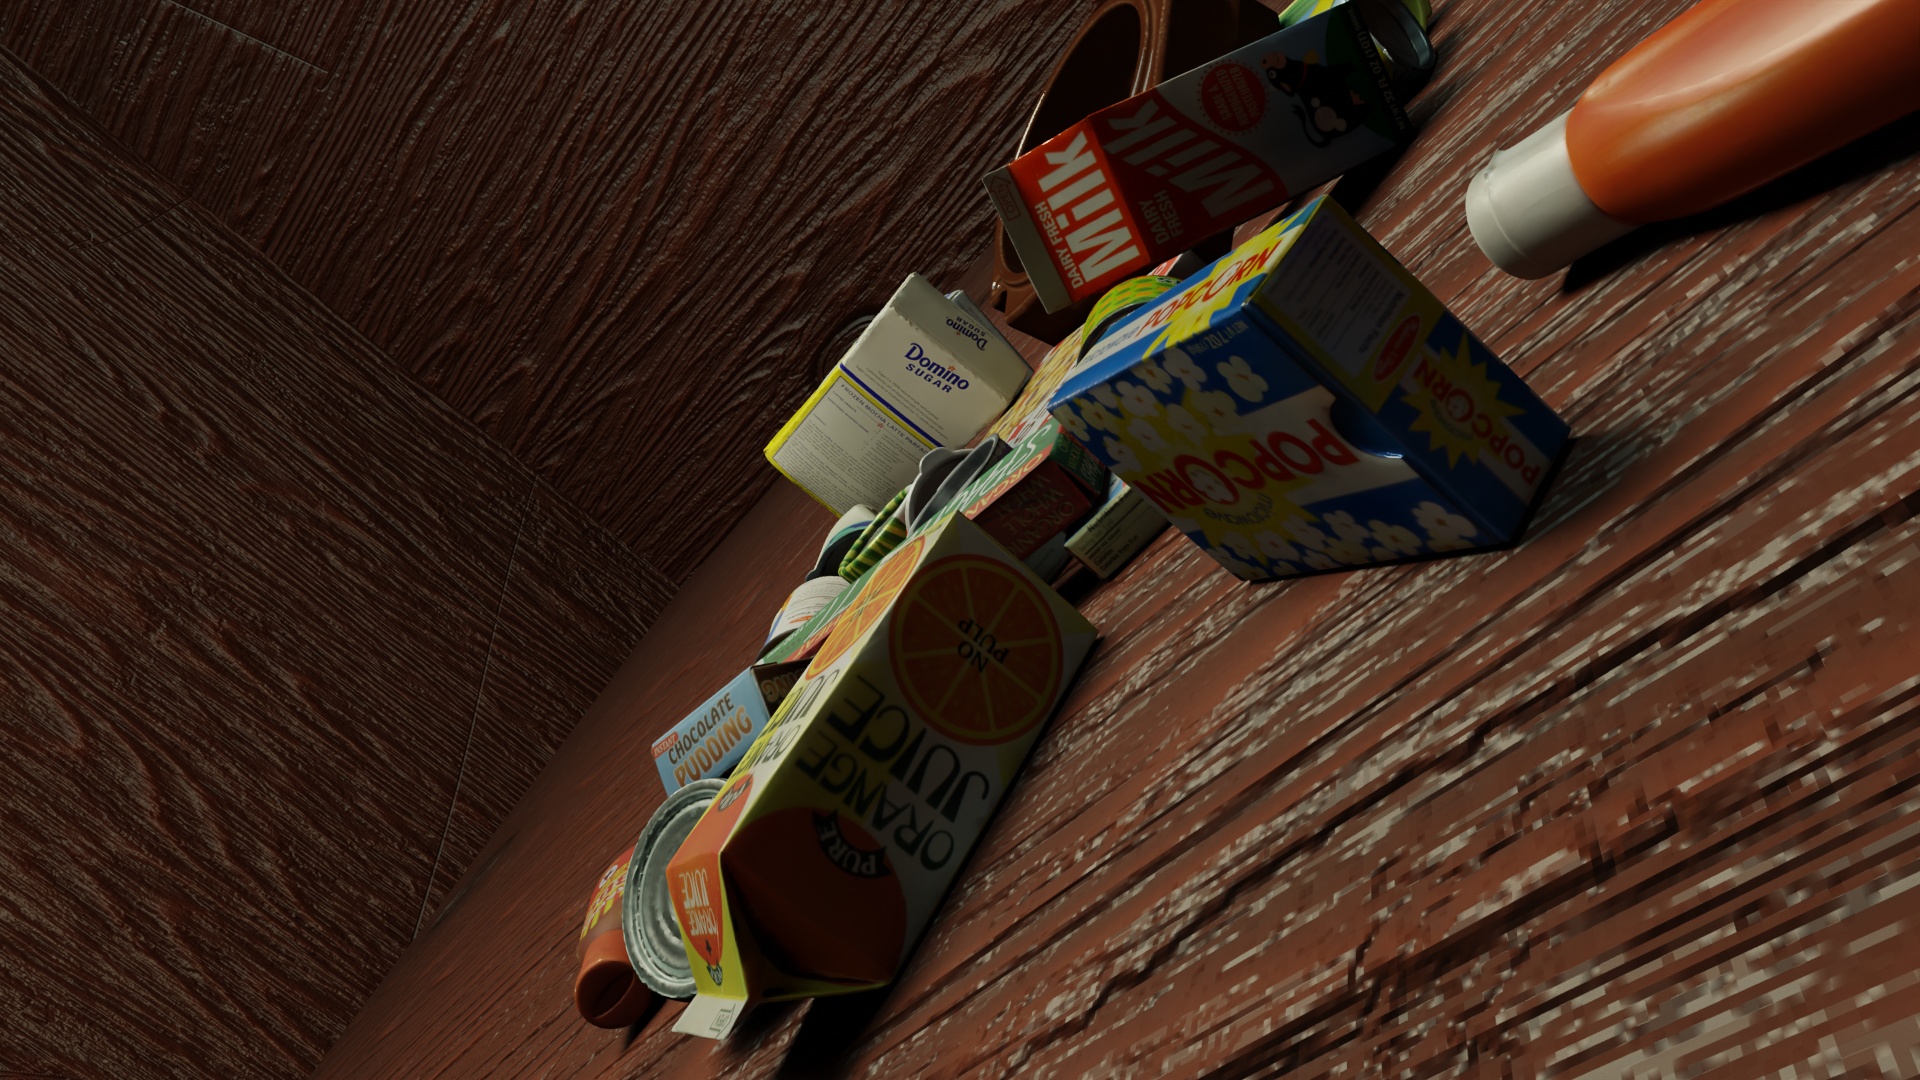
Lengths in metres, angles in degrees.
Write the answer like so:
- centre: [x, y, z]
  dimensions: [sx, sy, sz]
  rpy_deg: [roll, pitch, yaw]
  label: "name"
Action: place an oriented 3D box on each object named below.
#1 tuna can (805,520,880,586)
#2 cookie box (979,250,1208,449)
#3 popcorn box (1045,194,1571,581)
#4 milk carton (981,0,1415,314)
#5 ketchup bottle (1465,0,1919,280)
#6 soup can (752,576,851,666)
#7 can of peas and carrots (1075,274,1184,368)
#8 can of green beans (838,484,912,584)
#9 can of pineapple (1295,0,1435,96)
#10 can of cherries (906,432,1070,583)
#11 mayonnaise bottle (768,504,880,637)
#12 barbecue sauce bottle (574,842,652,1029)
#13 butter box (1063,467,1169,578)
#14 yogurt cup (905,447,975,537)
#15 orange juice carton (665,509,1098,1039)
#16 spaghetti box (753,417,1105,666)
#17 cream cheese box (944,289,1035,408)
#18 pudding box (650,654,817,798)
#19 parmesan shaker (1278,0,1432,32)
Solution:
- centre: [-0.055, 0.022, 0.821]
  dimensions: [0.071, 0.071, 0.033]
  rpy_deg: [-49, 8, 7]
  label: "tuna can"
- centre: [0.065, -0.075, 0.747]
  dimensions: [0.123, 0.040, 0.167]
  rpy_deg: [-54, 10, -22]
  label: "cookie box"
- centre: [0.085, -0.033, 0.374]
  dimensions: [0.038, 0.085, 0.126]
  rpy_deg: [-52, 10, -16]
  label: "popcorn box"
- centre: [0.106, -0.176, 0.652]
  dimensions: [0.191, 0.072, 0.073]
  rpy_deg: [-28, 5, -14]
  label: "milk carton"
- centre: [0.187, -0.109, 0.333]
  dimensions: [0.065, 0.043, 0.148]
  rpy_deg: [-54, 11, -26]
  label: "ketchup bottle"
- centre: [-0.075, 0.066, 0.768]
  dimensions: [0.071, 0.071, 0.084]
  rpy_deg: [-47, 9, 15]
  label: "soup can"
- centre: [0.085, -0.079, 0.599]
  dimensions: [0.070, 0.071, 0.059]
  rpy_deg: [-46, 10, 21]
  label: "can of peas and carrots"
- centre: [-0.026, 0.011, 0.768]
  dimensions: [0.071, 0.058, 0.071]
  rpy_deg: [-48, 10, 11]
  label: "can of green beans"
- centre: [0.203, -0.251, 0.726]
  dimensions: [0.057, 0.071, 0.071]
  rpy_deg: [-41, 13, 44]
  label: "can of pineapple"
- centre: [0.018, -0.008, 0.651]
  dimensions: [0.071, 0.058, 0.072]
  rpy_deg: [-49, 10, 12]
  label: "can of cherries"
- centre: [-0.083, 0.052, 0.867]
  dimensions: [0.148, 0.065, 0.041]
  rpy_deg: [-53, -12, 6]
  label: "mayonnaise bottle"
- centre: [-0.176, 0.208, 0.735]
  dimensions: [0.065, 0.043, 0.148]
  rpy_deg: [-48, 10, 0]
  label: "barbecue sauce bottle"
- centre: [0.085, -0.034, 0.554]
  dimensions: [0.103, 0.024, 0.053]
  rpy_deg: [-46, 11, 24]
  label: "butter box"
- centre: [0.003, -0.009, 0.712]
  dimensions: [0.072, 0.072, 0.054]
  rpy_deg: [-52, 2, -13]
  label: "yogurt cup"
- centre: [-0.037, 0.089, 0.489]
  dimensions: [0.193, 0.073, 0.071]
  rpy_deg: [-56, 12, -29]
  label: "orange juice carton"
- centre: [-0.036, 0.033, 0.612]
  dimensions: [0.249, 0.028, 0.050]
  rpy_deg: [-39, 14, 26]
  label: "spaghetti box"
- centre: [0.022, -0.117, 0.905]
  dimensions: [0.024, 0.103, 0.053]
  rpy_deg: [-44, 11, -4]
  label: "cream cheese box"
- centre: [-0.085, 0.078, 0.573]
  dimensions: [0.050, 0.030, 0.083]
  rpy_deg: [-6, -24, -48]
  label: "pudding box"
- centre: [0.214, -0.285, 0.813]
  dimensions: [0.071, 0.071, 0.102]
  rpy_deg: [-55, 10, -27]
  label: "parmesan shaker"
